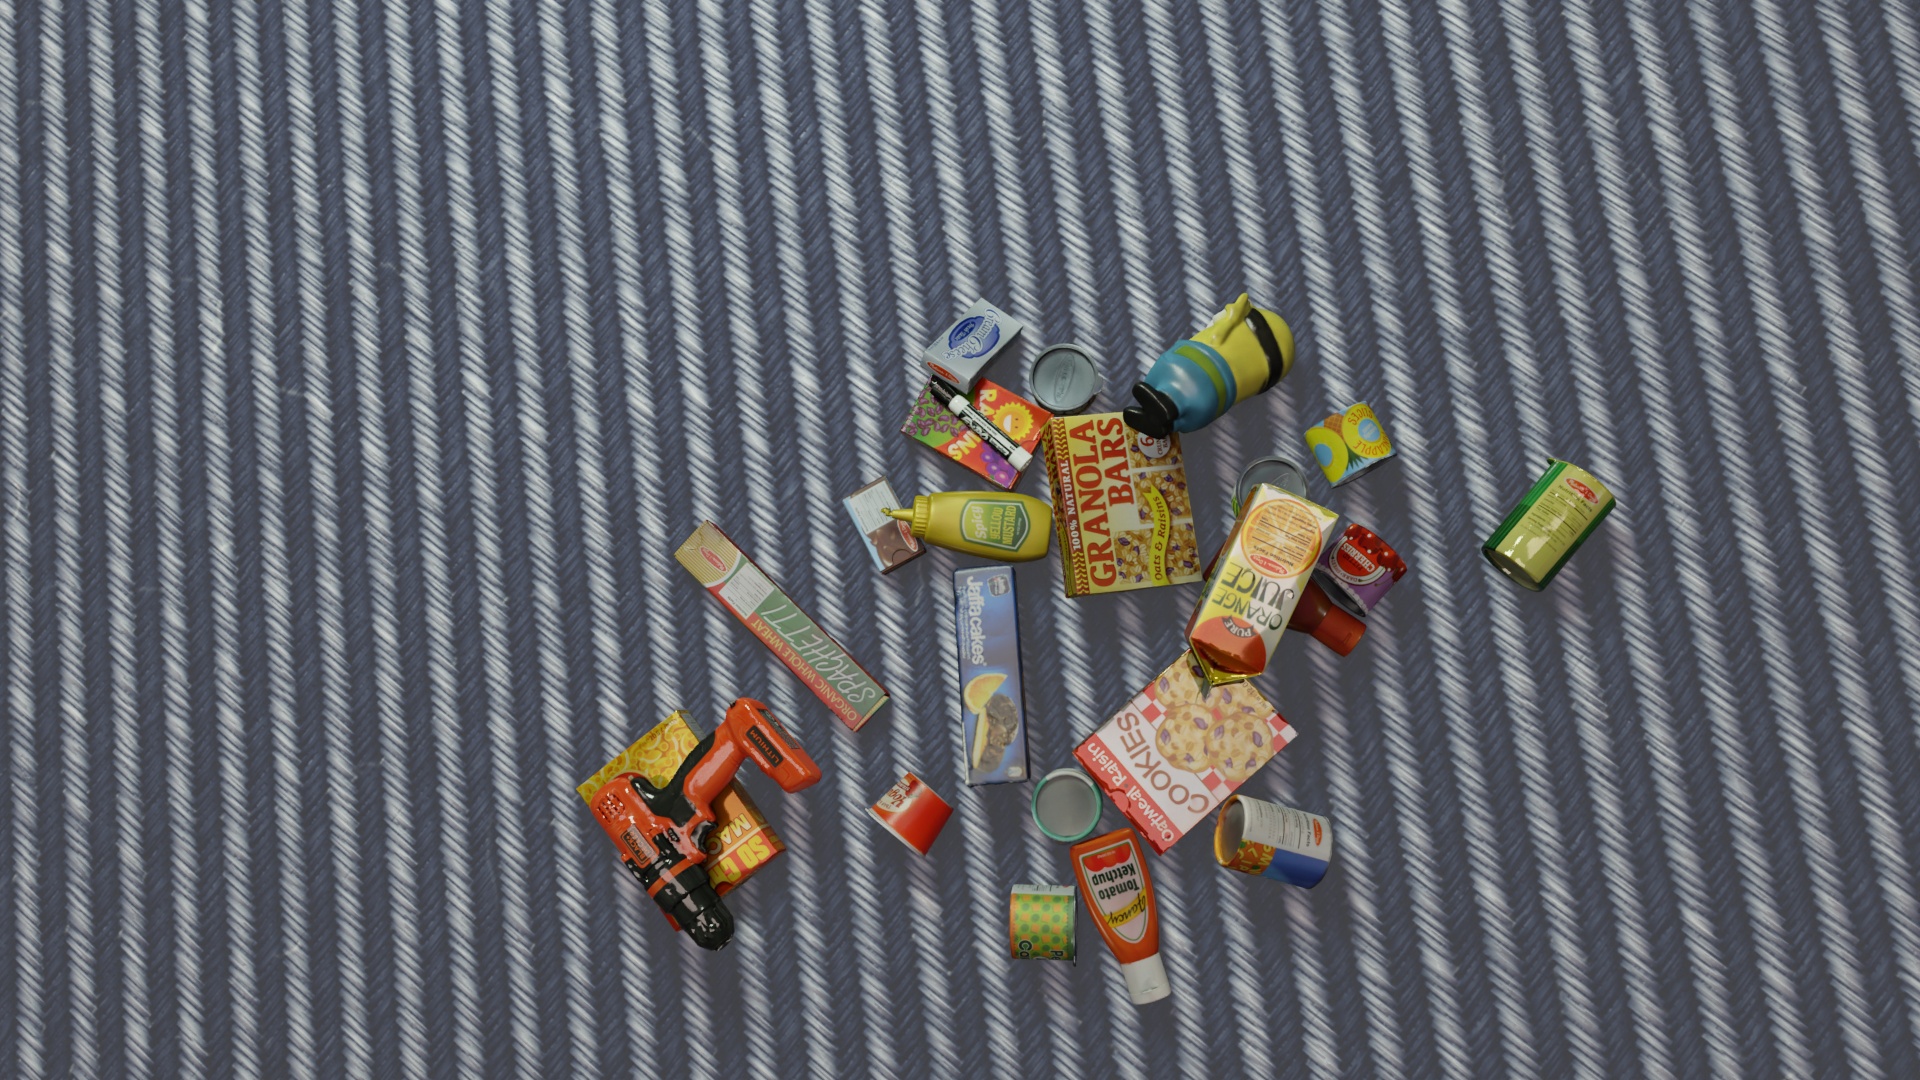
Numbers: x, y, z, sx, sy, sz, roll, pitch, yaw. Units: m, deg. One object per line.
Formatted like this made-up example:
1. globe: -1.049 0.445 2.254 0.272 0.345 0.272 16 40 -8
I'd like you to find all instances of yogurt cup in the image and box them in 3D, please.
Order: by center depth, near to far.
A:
1. yogurt cup: -0.043 0.251 1.279 0.072 0.072 0.054 39 80 10

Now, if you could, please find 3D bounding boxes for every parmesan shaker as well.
1. parmesan shaker: 0.525 -0.014 1.249 0.071 0.071 0.103 41 89 10

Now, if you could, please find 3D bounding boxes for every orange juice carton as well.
1. orange juice carton: 0.253 0.050 1.217 0.073 0.072 0.192 25 93 4

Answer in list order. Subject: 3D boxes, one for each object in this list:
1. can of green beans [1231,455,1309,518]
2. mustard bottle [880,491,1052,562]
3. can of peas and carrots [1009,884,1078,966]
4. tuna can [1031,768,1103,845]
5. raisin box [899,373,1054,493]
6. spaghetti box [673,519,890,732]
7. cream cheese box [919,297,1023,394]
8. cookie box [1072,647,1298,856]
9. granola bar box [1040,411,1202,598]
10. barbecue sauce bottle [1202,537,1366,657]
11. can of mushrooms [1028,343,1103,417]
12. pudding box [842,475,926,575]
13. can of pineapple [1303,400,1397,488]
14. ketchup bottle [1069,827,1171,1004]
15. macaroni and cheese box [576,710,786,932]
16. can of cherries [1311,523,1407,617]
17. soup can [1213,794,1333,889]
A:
1. can of green beans: 0.285 -0.040 1.283 0.071 0.058 0.071 -1 82 6
2. mustard bottle: 0.005 -0.016 1.303 0.160 0.048 0.065 6 84 -5
3. can of peas and carrots: 0.076 0.346 1.250 0.059 0.071 0.071 0 83 7
4. tuna can: 0.098 0.246 1.278 0.071 0.033 0.071 -1 82 6
5. raisin box: 0.016 -0.110 1.333 0.123 0.040 0.086 29 86 9
6. spaghetti box: -0.171 0.082 1.333 0.250 0.028 0.050 43 89 10
7. cream cheese box: 0.012 -0.186 1.324 0.053 0.024 0.104 34 51 9
8. cookie box: 0.204 0.185 1.271 0.167 0.040 0.123 -41 80 0
9. granola bar box: 0.149 -0.035 1.291 0.124 0.039 0.165 -6 81 -13
10. barbecue sauce bottle: 0.300 0.051 1.276 0.148 0.044 0.064 35 101 9
11. can of mushrooms: 0.102 -0.152 1.332 0.071 0.033 0.071 -1 82 6
12. pudding box: -0.073 -0.014 1.334 0.049 0.030 0.084 -29 80 1
13. can of pineapple: 0.359 -0.088 1.276 0.071 0.071 0.058 -27 81 2
14. ketchup bottle: 0.150 0.340 1.255 0.065 0.043 0.149 -18 81 -2
15. macaroni and cheese box: -0.264 0.264 1.313 0.124 0.040 0.166 -38 80 1
16. can of cherries: 0.360 0.026 1.259 0.071 0.071 0.058 44 89 10
17. soup can: 0.275 0.268 1.229 0.084 0.071 0.071 16 84 -10
